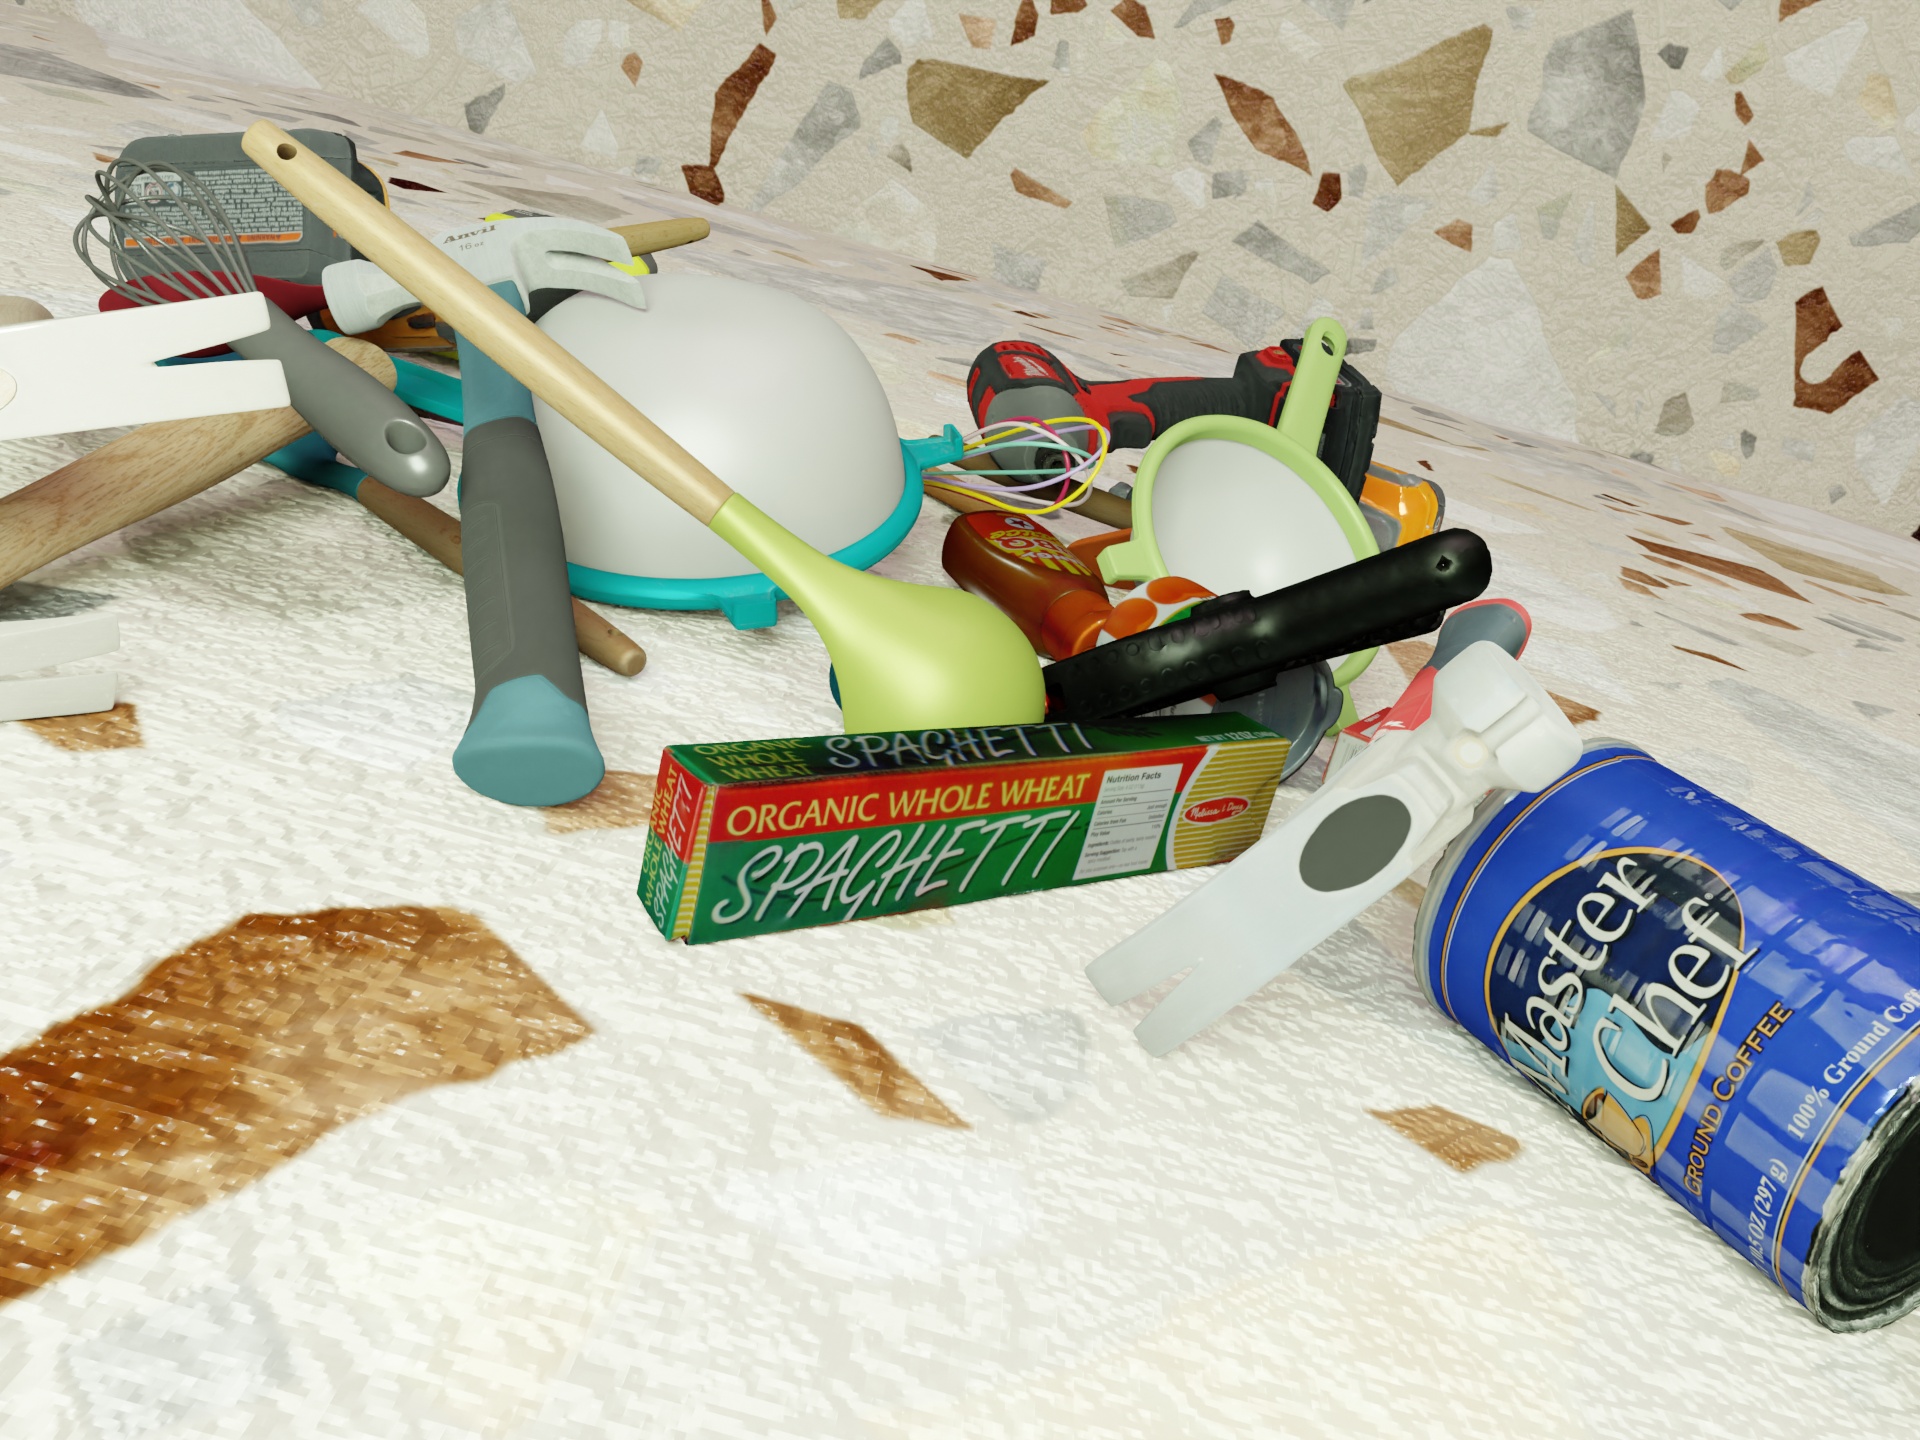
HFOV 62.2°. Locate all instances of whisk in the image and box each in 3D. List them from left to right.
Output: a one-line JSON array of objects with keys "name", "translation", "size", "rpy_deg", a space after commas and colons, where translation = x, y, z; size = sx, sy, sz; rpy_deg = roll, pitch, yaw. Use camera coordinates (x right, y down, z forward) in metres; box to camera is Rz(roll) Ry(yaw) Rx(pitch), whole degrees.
[{"name": "whisk", "translation": [-0.257, -0.145, 0.583], "size": [0.239, 0.055, 0.055], "rpy_deg": [38, 28, 27]}, {"name": "whisk", "translation": [-0.014, -0.128, 0.827], "size": [0.051, 0.047, 0.245], "rpy_deg": [-5, 7, -39]}]

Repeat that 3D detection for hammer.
[{"name": "hammer", "translation": [-0.342, -0.135, 0.578], "size": [0.146, 0.038, 0.411], "rpy_deg": [-15, 21, -24]}, {"name": "hammer", "translation": [-0.288, -0.083, 0.555], "size": [0.130, 0.031, 0.331], "rpy_deg": [19, 28, 1]}, {"name": "hammer", "translation": [-0.167, -0.093, 0.576], "size": [0.128, 0.033, 0.331], "rpy_deg": [-17, 46, -4]}, {"name": "hammer", "translation": [0.158, 0.008, 0.575], "size": [0.038, 0.143, 0.386], "rpy_deg": [50, 23, 7]}]

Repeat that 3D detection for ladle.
[{"name": "ladle", "translation": [-0.244, -0.214, 0.760], "size": [0.315, 0.031, 0.069], "rpy_deg": [-27, 7, -42]}, {"name": "ladle", "translation": [-0.101, -0.083, 0.527], "size": [0.320, 0.078, 0.062], "rpy_deg": [39, -18, -6]}]

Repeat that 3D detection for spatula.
[{"name": "spatula", "translation": [-0.234, -0.097, 0.667], "size": [0.318, 0.044, 0.082], "rpy_deg": [30, 30, 32]}, {"name": "spatula", "translation": [0.025, -0.133, 0.957], "size": [0.081, 0.041, 0.323], "rpy_deg": [30, 3, -45]}]

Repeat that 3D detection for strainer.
[{"name": "strainer", "translation": [-0.177, -0.163, 0.730], "size": [0.340, 0.095, 0.211], "rpy_deg": [20, 39, 18]}, {"name": "strainer", "translation": [0.151, -0.111, 0.821], "size": [0.151, 0.069, 0.256], "rpy_deg": [33, 54, -13]}]

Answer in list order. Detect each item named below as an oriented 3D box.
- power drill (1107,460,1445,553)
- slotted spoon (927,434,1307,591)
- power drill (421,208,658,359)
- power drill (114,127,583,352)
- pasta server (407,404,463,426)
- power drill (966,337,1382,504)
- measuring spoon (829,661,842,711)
[{"name": "power drill", "translation": [0.205, -0.128, 1.026], "size": [0.164, 0.084, 0.226], "rpy_deg": [26, 26, 27]}, {"name": "slotted spoon", "translation": [0.099, -0.120, 0.933], "size": [0.314, 0.031, 0.070], "rpy_deg": [26, 27, 33]}, {"name": "power drill", "translation": [-0.292, -0.284, 1.078], "size": [0.171, 0.080, 0.223], "rpy_deg": [15, 24, -1]}, {"name": "power drill", "translation": [-0.302, -0.242, 0.848], "size": [0.185, 0.084, 0.226], "rpy_deg": [2, 2, 11]}, {"name": "pasta server", "translation": [-0.296, -0.160, 0.815], "size": [0.316, 0.040, 0.060], "rpy_deg": [13, 20, 5]}, {"name": "power drill", "translation": [0.119, -0.171, 0.919], "size": [0.219, 0.078, 0.143], "rpy_deg": [0, 30, -10]}, {"name": "measuring spoon", "translation": [-0.001, -0.002, 0.637], "size": [0.128, 0.021, 0.042], "rpy_deg": [10, 18, -42]}]
